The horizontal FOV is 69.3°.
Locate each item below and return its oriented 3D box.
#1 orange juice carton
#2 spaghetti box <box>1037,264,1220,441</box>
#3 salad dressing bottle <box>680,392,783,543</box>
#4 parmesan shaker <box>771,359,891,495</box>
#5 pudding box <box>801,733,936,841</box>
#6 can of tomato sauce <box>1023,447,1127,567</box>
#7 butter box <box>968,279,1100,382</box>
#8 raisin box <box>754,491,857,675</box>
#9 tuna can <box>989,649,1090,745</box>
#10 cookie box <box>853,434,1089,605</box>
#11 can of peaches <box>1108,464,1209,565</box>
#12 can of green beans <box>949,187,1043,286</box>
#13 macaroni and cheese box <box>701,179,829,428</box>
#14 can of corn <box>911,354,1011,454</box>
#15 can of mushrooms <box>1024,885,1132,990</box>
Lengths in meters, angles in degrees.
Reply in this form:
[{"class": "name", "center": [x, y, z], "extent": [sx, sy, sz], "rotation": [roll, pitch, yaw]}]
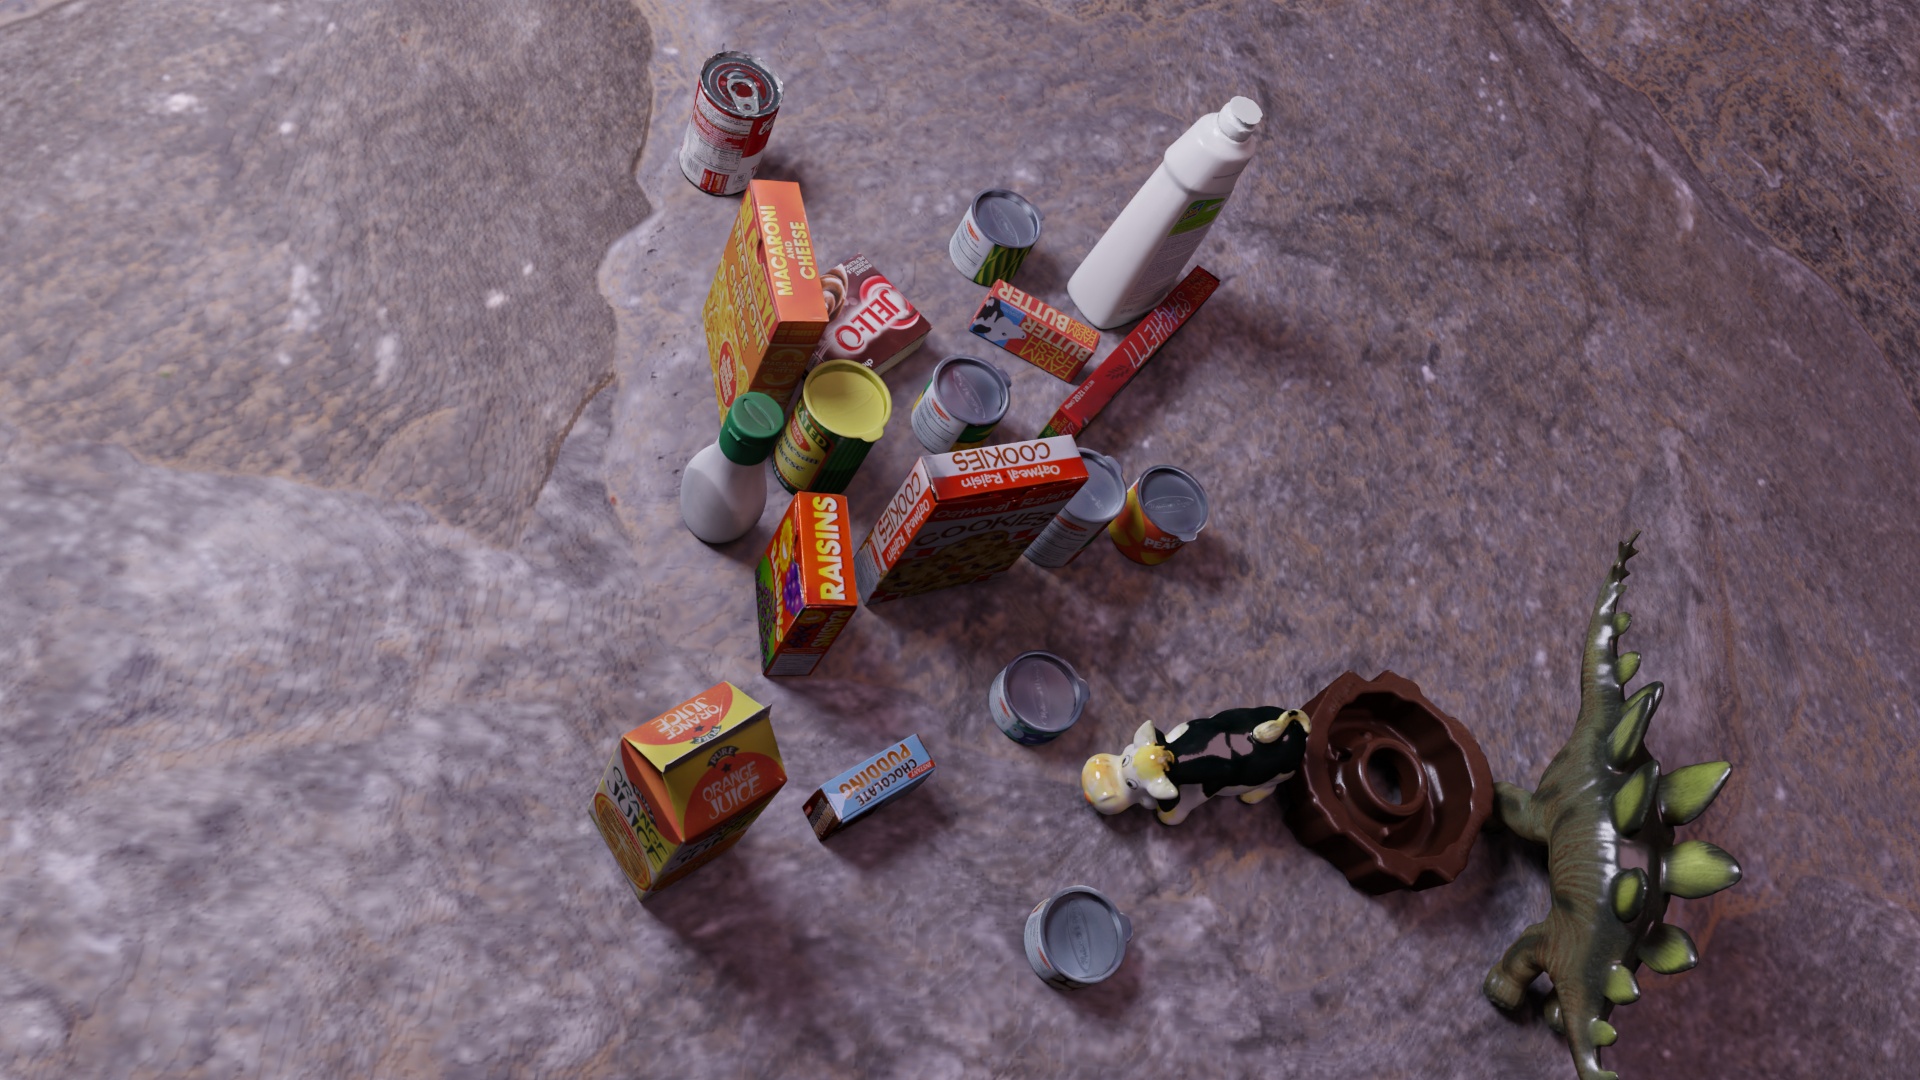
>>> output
[{"class": "orange juice carton", "center": [-0.164, 0.148, 0.835], "extent": [0.072, 0.191, 0.073], "rotation": [-27, 76, -32]}, {"class": "spaghetti box", "center": [0.152, -0.163, 1.228], "extent": [0.029, 0.050, 0.251], "rotation": [42, 55, 2]}, {"class": "salad dressing bottle", "center": [-0.159, -0.050, 0.973], "extent": [0.064, 0.147, 0.044], "rotation": [48, 56, 7]}, {"class": "parmesan shaker", "center": [-0.097, -0.078, 1.042], "extent": [0.071, 0.102, 0.071], "rotation": [10, 60, -18]}, {"class": "pudding box", "center": [-0.062, 0.170, 0.953], "extent": [0.084, 0.049, 0.030], "rotation": [-25, 75, -32]}, {"class": "can of tomato sauce", "center": [0.085, -0.026, 1.104], "extent": [0.071, 0.082, 0.071], "rotation": [10, 60, -18]}, {"class": "butter box", "center": [0.064, -0.180, 1.197], "extent": [0.103, 0.053, 0.024], "rotation": [27, 56, -8]}, {"class": "raisin box", "center": [-0.109, 0.032, 0.964], "extent": [0.040, 0.122, 0.086], "rotation": [4, 62, -21]}, {"class": "tuna can", "center": [0.059, 0.118, 1.043], "extent": [0.071, 0.032, 0.071], "rotation": [10, 60, -18]}, {"class": "cookie box", "center": [0.004, -0.013, 1.010], "extent": [0.123, 0.166, 0.040], "rotation": [-11, 68, -28]}, {"class": "can of peaches", "center": [0.164, -0.018, 1.148], "extent": [0.071, 0.057, 0.071], "rotation": [10, 60, -18]}, {"class": "can of green beans", "center": [0.030, -0.268, 1.228], "extent": [0.071, 0.057, 0.071], "rotation": [10, 60, -18]}, {"class": "macaroni and cheese box", "center": [-0.149, -0.165, 1.030], "extent": [0.040, 0.165, 0.124], "rotation": [-3, 65, -24]}, {"class": "can of corn", "center": [0.001, -0.108, 1.128], "extent": [0.071, 0.058, 0.071], "rotation": [10, 60, -18]}, {"class": "can of mushrooms", "center": [0.082, 0.277, 0.965], "extent": [0.071, 0.033, 0.071], "rotation": [10, 60, -18]}]
